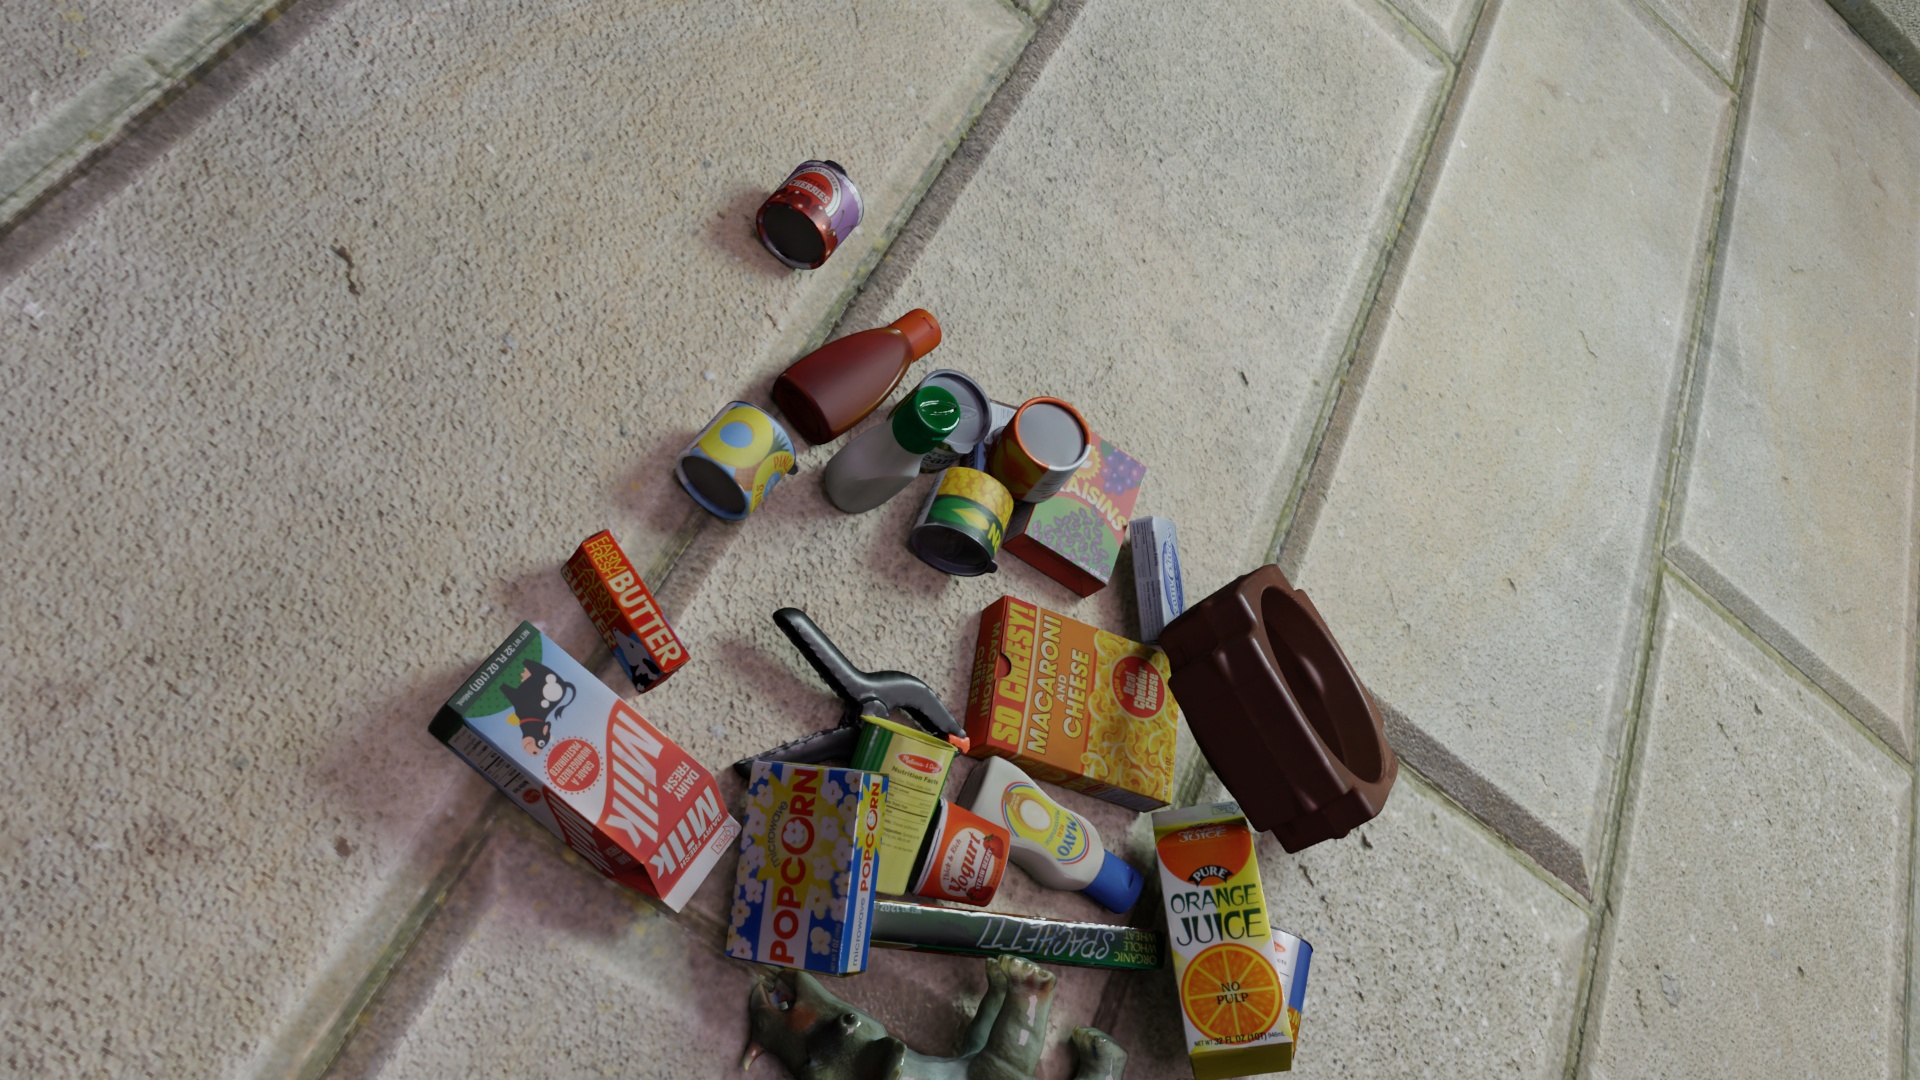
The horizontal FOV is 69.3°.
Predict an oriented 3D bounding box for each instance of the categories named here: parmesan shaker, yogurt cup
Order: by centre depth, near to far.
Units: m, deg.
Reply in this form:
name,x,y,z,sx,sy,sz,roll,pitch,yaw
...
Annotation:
name,x,y,z,sx,sy,sz,roll,pitch,yaw
parmesan shaker,-0.053,0.176,0.932,0.071,0.071,0.103,22,86,-21
yogurt cup,0.000,0.216,0.949,0.054,0.072,0.073,20,61,-6

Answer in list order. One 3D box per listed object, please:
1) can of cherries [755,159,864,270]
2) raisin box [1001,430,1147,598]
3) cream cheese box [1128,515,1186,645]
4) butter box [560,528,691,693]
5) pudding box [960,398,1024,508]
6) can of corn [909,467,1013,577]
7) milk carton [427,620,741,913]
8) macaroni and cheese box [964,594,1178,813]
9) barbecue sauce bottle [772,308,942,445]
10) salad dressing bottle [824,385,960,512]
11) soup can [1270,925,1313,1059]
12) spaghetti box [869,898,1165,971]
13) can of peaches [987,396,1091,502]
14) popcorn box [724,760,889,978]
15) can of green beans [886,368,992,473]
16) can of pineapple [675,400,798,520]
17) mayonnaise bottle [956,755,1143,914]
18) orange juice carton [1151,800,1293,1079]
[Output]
name,x,y,z,sx,sy,sz,roll,pitch,yaw
can of cherries,-0.119,-0.257,1.092,0.071,0.071,0.059,40,57,-10
raisin box,0.095,-0.028,1.140,0.086,0.040,0.124,31,59,-15
cream cheese box,0.163,0.034,1.140,0.053,0.024,0.104,10,72,-60
butter box,-0.222,0.048,0.917,0.024,0.053,0.103,-32,88,-37
pudding box,0.028,-0.070,1.124,0.050,0.030,0.084,15,64,-26
can of corn,0.004,-0.013,1.063,0.071,0.071,0.058,32,57,-15
milk carton,-0.227,0.144,0.861,0.190,0.073,0.073,43,55,-8
macaroni and cheese box,0.090,0.126,1.071,0.166,0.040,0.124,21,59,-22
barbecue sauce bottle,-0.074,-0.135,1.084,0.149,0.043,0.065,-40,92,-36
salad dressing bottle,-0.049,-0.065,1.005,0.064,0.147,0.044,-3,72,-31
soup can,0.226,0.341,1.047,0.071,0.071,0.084,29,59,-17
spaghetti box,0.029,0.276,0.968,0.250,0.050,0.029,14,67,-25
can of peaches,0.060,-0.073,1.083,0.071,0.057,0.071,8,64,-17
popcorn box,-0.097,0.207,0.887,0.038,0.085,0.127,28,66,-61
can of green beans,-0.018,-0.093,1.090,0.071,0.057,0.071,12,65,-26
can of pineapple,-0.158,-0.055,0.988,0.071,0.070,0.058,42,56,-8
mayonnaise bottle,0.066,0.221,1.017,0.148,0.041,0.065,35,49,-13
orange juice carton,0.187,0.281,1.007,0.072,0.072,0.193,-9,54,6
